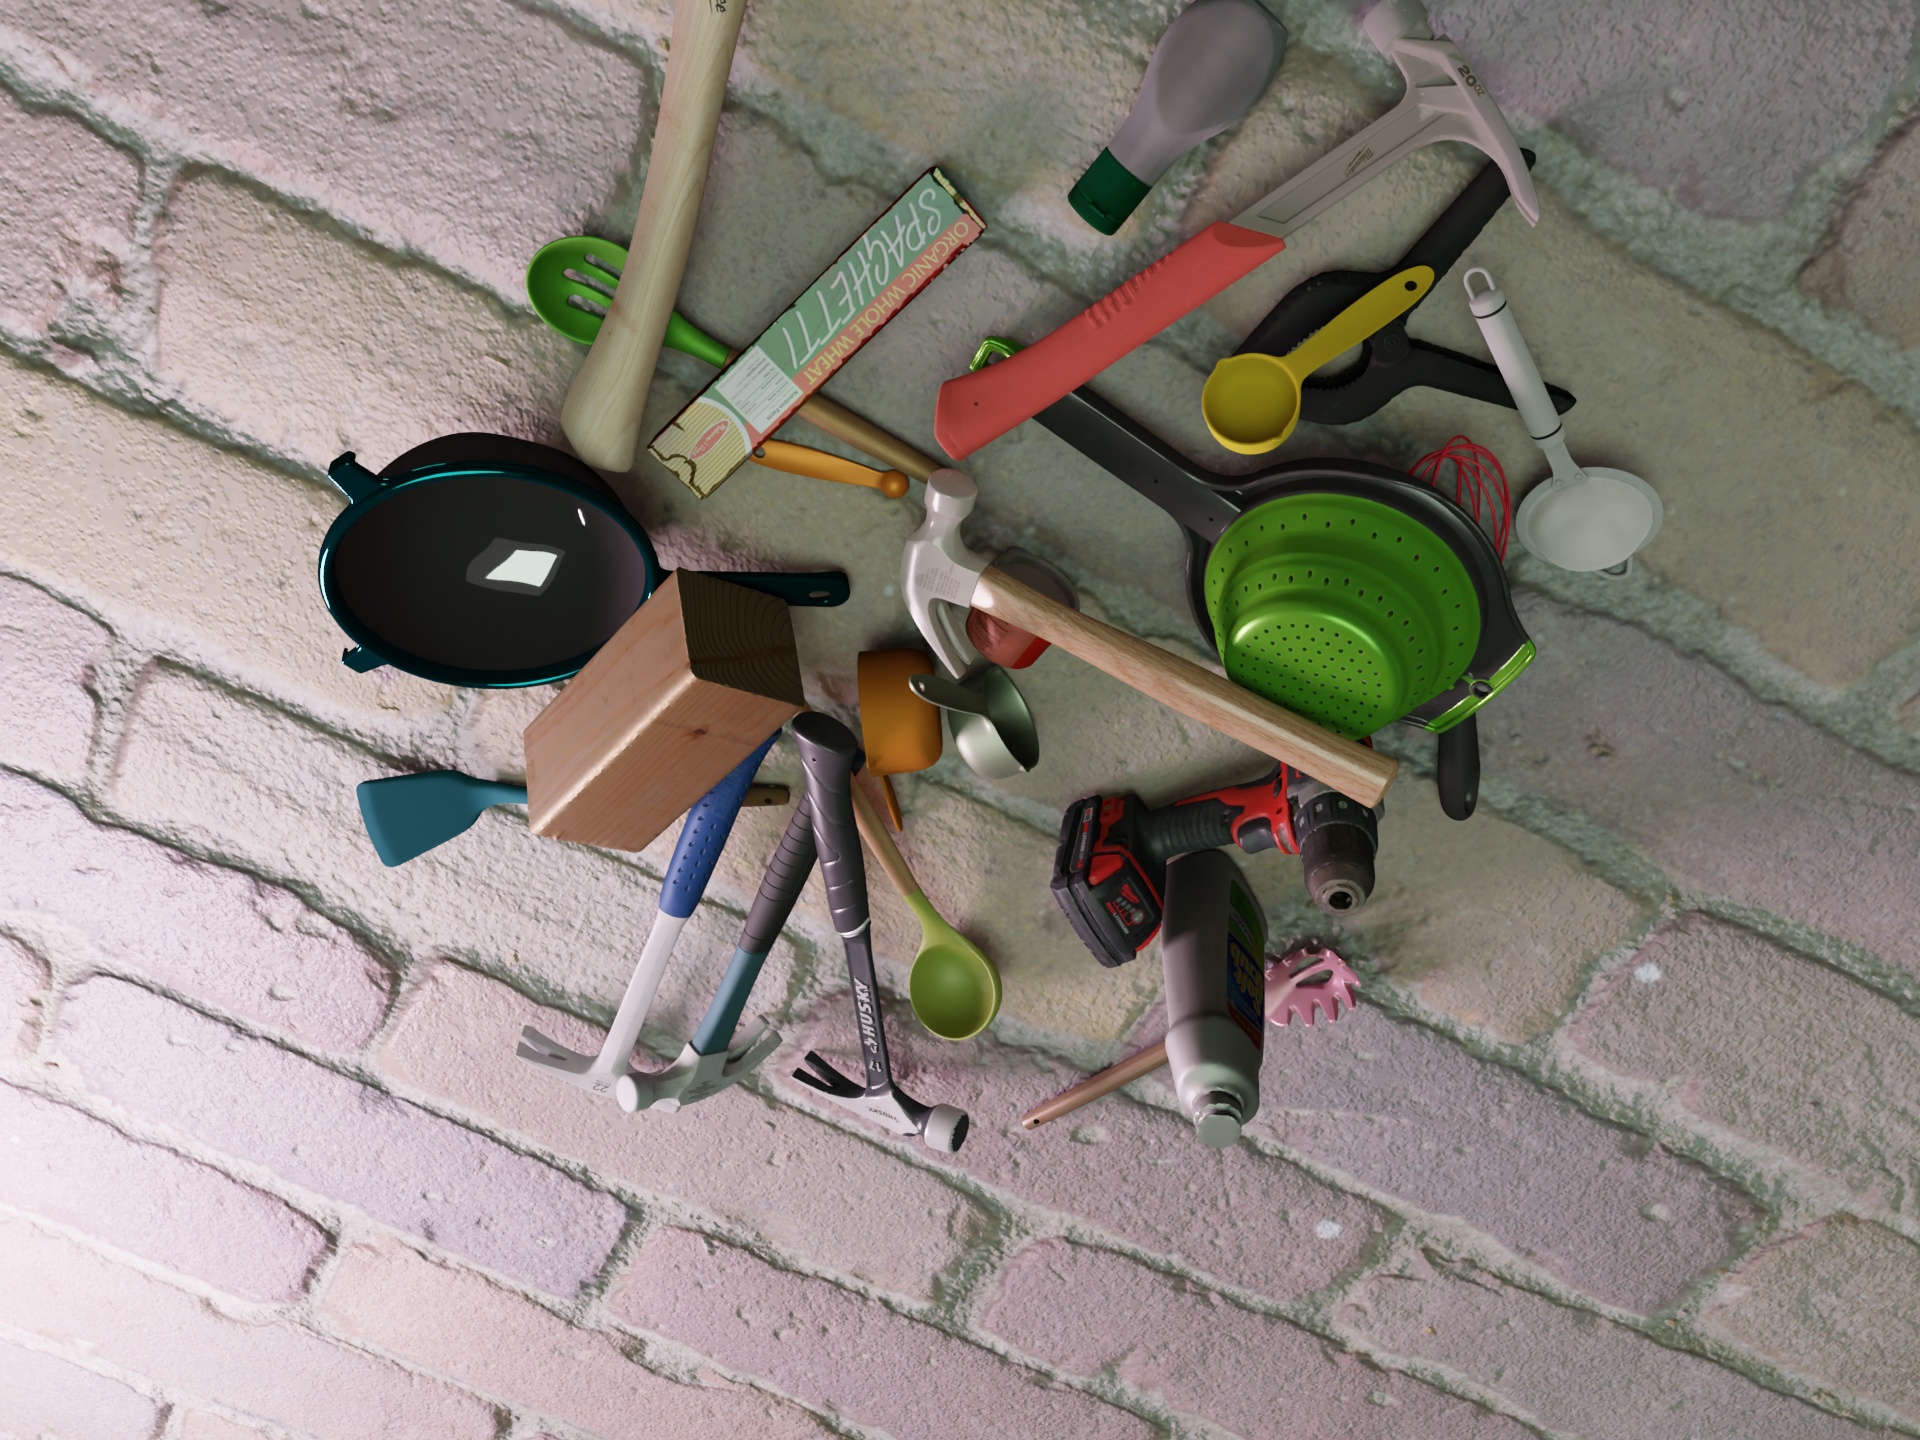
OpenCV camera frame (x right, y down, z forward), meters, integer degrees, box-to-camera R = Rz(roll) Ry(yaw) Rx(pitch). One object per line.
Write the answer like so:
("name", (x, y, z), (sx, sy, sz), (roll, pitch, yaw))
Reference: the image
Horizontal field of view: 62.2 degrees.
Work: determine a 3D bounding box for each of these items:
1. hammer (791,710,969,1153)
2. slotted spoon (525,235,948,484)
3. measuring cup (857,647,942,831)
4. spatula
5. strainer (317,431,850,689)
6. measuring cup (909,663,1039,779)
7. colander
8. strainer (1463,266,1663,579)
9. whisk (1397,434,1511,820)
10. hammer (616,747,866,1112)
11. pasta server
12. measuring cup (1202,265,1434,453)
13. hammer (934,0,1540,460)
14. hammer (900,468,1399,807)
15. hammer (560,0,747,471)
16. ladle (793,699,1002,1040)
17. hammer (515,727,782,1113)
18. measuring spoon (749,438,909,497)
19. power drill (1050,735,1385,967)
("hammer", (-0.080, 0.162, 1.175), (0.149, 0.036, 0.408), (13, 131, 24))
("slotted spoon", (-0.128, -0.218, 1.022), (0.313, 0.031, 0.070), (27, 117, -11))
("measuring cup", (-0.035, 0.021, 1.128), (0.052, 0.095, 0.173), (-8, 137, 4))
("spatula", (-0.286, 0.065, 1.193), (0.317, 0.044, 0.082), (-1, 124, 6))
("strainer", (-0.245, -0.119, 1.063), (0.340, 0.095, 0.210), (0, 142, -18))
("measuring cup", (-0.002, -0.003, 1.065), (0.038, 0.083, 0.167), (-25, 159, 24))
("colander", (0.161, -0.099, 0.986), (0.397, 0.094, 0.204), (34, 140, -3))
("strainer", (0.357, -0.166, 0.962), (0.087, 0.050, 0.258), (-17, 126, 33))
("whisk", (0.326, -0.051, 1.048), (0.073, 0.073, 0.295), (-7, 124, 10))
("hammer", (-0.152, 0.160, 1.208), (0.033, 0.128, 0.331), (42, 116, 34))
("pasta server", (0.173, 0.258, 1.254), (0.316, 0.040, 0.060), (-33, 99, 24))
("measuring cup", (0.212, -0.213, 0.935), (0.156, 0.029, 0.062), (-36, 75, 2))
("hammer", (0.141, -0.252, 0.922), (0.359, 0.036, 0.149), (-32, 87, 17))
("hammer", (0.112, -0.032, 0.987), (0.331, 0.031, 0.130), (27, 133, 9))
("hammer", (-0.153, -0.337, 0.929), (0.146, 0.038, 0.410), (18, 115, -5))
("ladle", (-0.052, 0.114, 1.162), (0.078, 0.062, 0.319), (-8, 128, 28))
("hammer", (-0.228, 0.152, 1.220), (0.144, 0.035, 0.405), (18, 123, -13))
("measuring spoon", (-0.091, -0.167, 1.055), (0.117, 0.011, 0.021), (14, 120, -1))
("power drill", (0.178, 0.089, 1.073), (0.226, 0.188, 0.080), (-23, 115, 23))
